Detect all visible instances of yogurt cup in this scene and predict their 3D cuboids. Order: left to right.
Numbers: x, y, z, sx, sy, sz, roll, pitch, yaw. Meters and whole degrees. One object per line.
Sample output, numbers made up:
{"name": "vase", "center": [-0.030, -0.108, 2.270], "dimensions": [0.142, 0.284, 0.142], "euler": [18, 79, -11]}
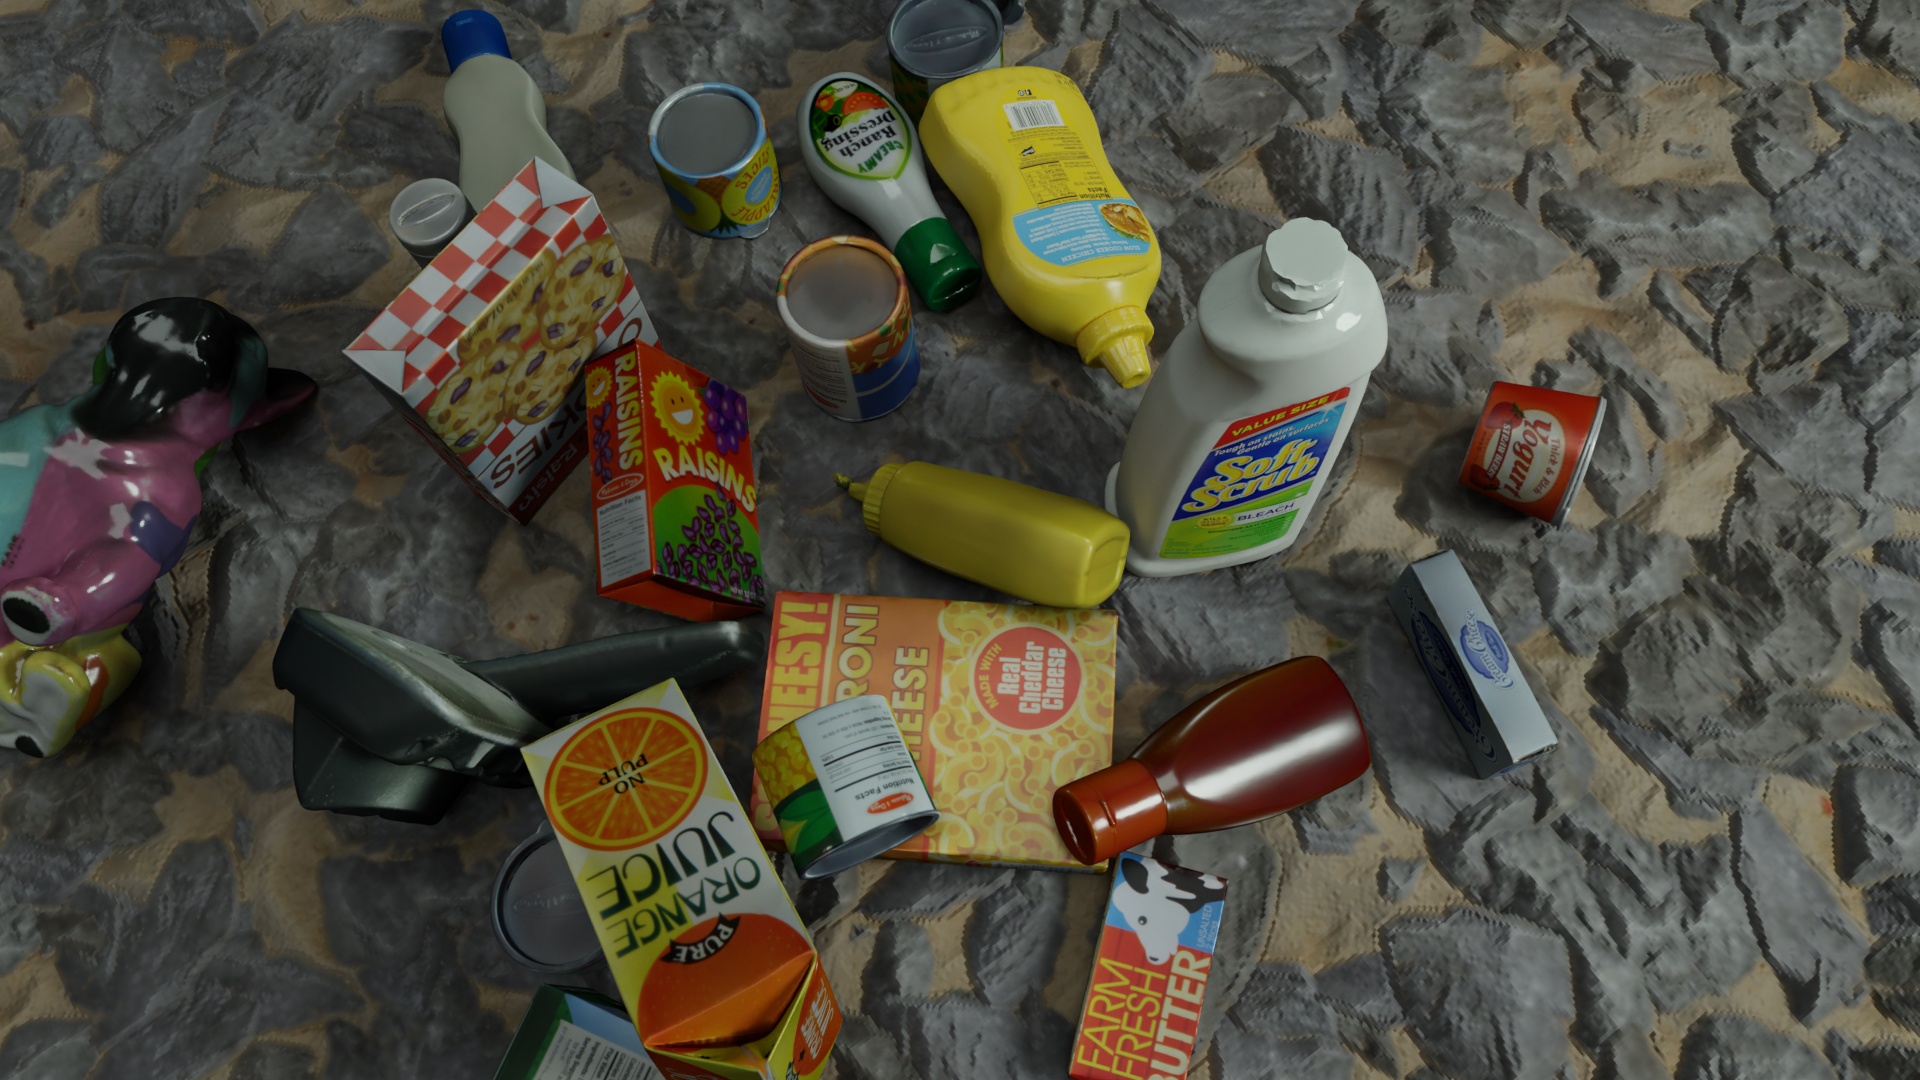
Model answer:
{"name": "yogurt cup", "center": [0.285, -0.047, 0.695], "dimensions": [0.054, 0.072, 0.072], "euler": [20, 72, 18]}

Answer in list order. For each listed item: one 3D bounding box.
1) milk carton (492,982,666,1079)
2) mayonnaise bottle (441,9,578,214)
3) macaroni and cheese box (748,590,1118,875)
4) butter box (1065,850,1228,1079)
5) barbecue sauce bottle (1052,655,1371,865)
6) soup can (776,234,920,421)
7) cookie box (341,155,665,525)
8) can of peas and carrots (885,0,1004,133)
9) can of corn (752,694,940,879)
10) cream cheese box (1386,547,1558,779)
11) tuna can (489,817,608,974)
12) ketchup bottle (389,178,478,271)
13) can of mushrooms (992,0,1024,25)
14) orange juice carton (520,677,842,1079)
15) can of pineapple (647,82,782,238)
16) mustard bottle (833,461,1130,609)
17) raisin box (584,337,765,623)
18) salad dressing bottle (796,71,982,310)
{"name": "milk carton", "center": [-0.102, 0.262, 0.591], "dimensions": [0.191, 0.072, 0.073], "euler": [20, 72, 11]}
{"name": "mayonnaise bottle", "center": [-0.268, -0.242, 0.807], "dimensions": [0.065, 0.041, 0.148], "euler": [-19, 69, -6]}
{"name": "macaroni and cheese box", "center": [-0.011, 0.092, 0.668], "dimensions": [0.166, 0.040, 0.124], "euler": [3, 70, 3]}
{"name": "butter box", "center": [0.085, 0.199, 0.631], "dimensions": [0.053, 0.024, 0.104], "euler": [13, 70, 8]}
{"name": "barbecue sauce bottle", "center": [0.114, 0.104, 0.633], "dimensions": [0.149, 0.043, 0.065], "euler": [-18, 78, -24]}
{"name": "soup can", "center": [-0.055, -0.112, 0.724], "dimensions": [0.071, 0.083, 0.071], "euler": [-1, 69, 2]}
{"name": "cookie box", "center": [-0.212, -0.090, 0.679], "dimensions": [0.040, 0.167, 0.123], "euler": [35, 75, 11]}
{"name": "can of peas and carrots", "center": [-0.008, -0.275, 0.797], "dimensions": [0.071, 0.058, 0.071], "euler": [-1, 69, 2]}
{"name": "can of corn", "center": [-0.052, 0.109, 0.608], "dimensions": [0.071, 0.071, 0.058], "euler": [-24, 71, -6]}
{"name": "cream cheese box", "center": [0.242, 0.060, 0.661], "dimensions": [0.024, 0.053, 0.104], "euler": [-21, 70, -3]}
{"name": "tuna can", "center": [-0.183, 0.167, 0.651], "dimensions": [0.071, 0.032, 0.071], "euler": [-1, 69, 2]}
{"name": "ketchup bottle", "center": [-0.240, -0.126, 0.704], "dimensions": [0.065, 0.148, 0.043], "euler": [-30, 72, -8]}
{"name": "can of mushrooms", "center": [0.002, -0.327, 0.814], "dimensions": [0.071, 0.070, 0.033], "euler": [-4, 69, 1]}
{"name": "orange juice carton", "center": [-0.108, 0.157, 0.569], "dimensions": [0.073, 0.071, 0.193], "euler": [-25, 52, -16]}
{"name": "can of pineapple", "center": [-0.136, -0.212, 0.780], "dimensions": [0.071, 0.057, 0.071], "euler": [-1, 69, 2]}
{"name": "mustard bottle", "center": [0.002, -0.009, 0.692], "dimensions": [0.160, 0.065, 0.048], "euler": [17, 107, 29]}
{"name": "raisin box", "center": [-0.142, -0.027, 0.692], "dimensions": [0.040, 0.086, 0.124], "euler": [-20, 67, 26]}
{"name": "salad dressing bottle", "center": [-0.039, -0.195, 0.776], "dimensions": [0.064, 0.044, 0.148], "euler": [-28, 71, -10]}
